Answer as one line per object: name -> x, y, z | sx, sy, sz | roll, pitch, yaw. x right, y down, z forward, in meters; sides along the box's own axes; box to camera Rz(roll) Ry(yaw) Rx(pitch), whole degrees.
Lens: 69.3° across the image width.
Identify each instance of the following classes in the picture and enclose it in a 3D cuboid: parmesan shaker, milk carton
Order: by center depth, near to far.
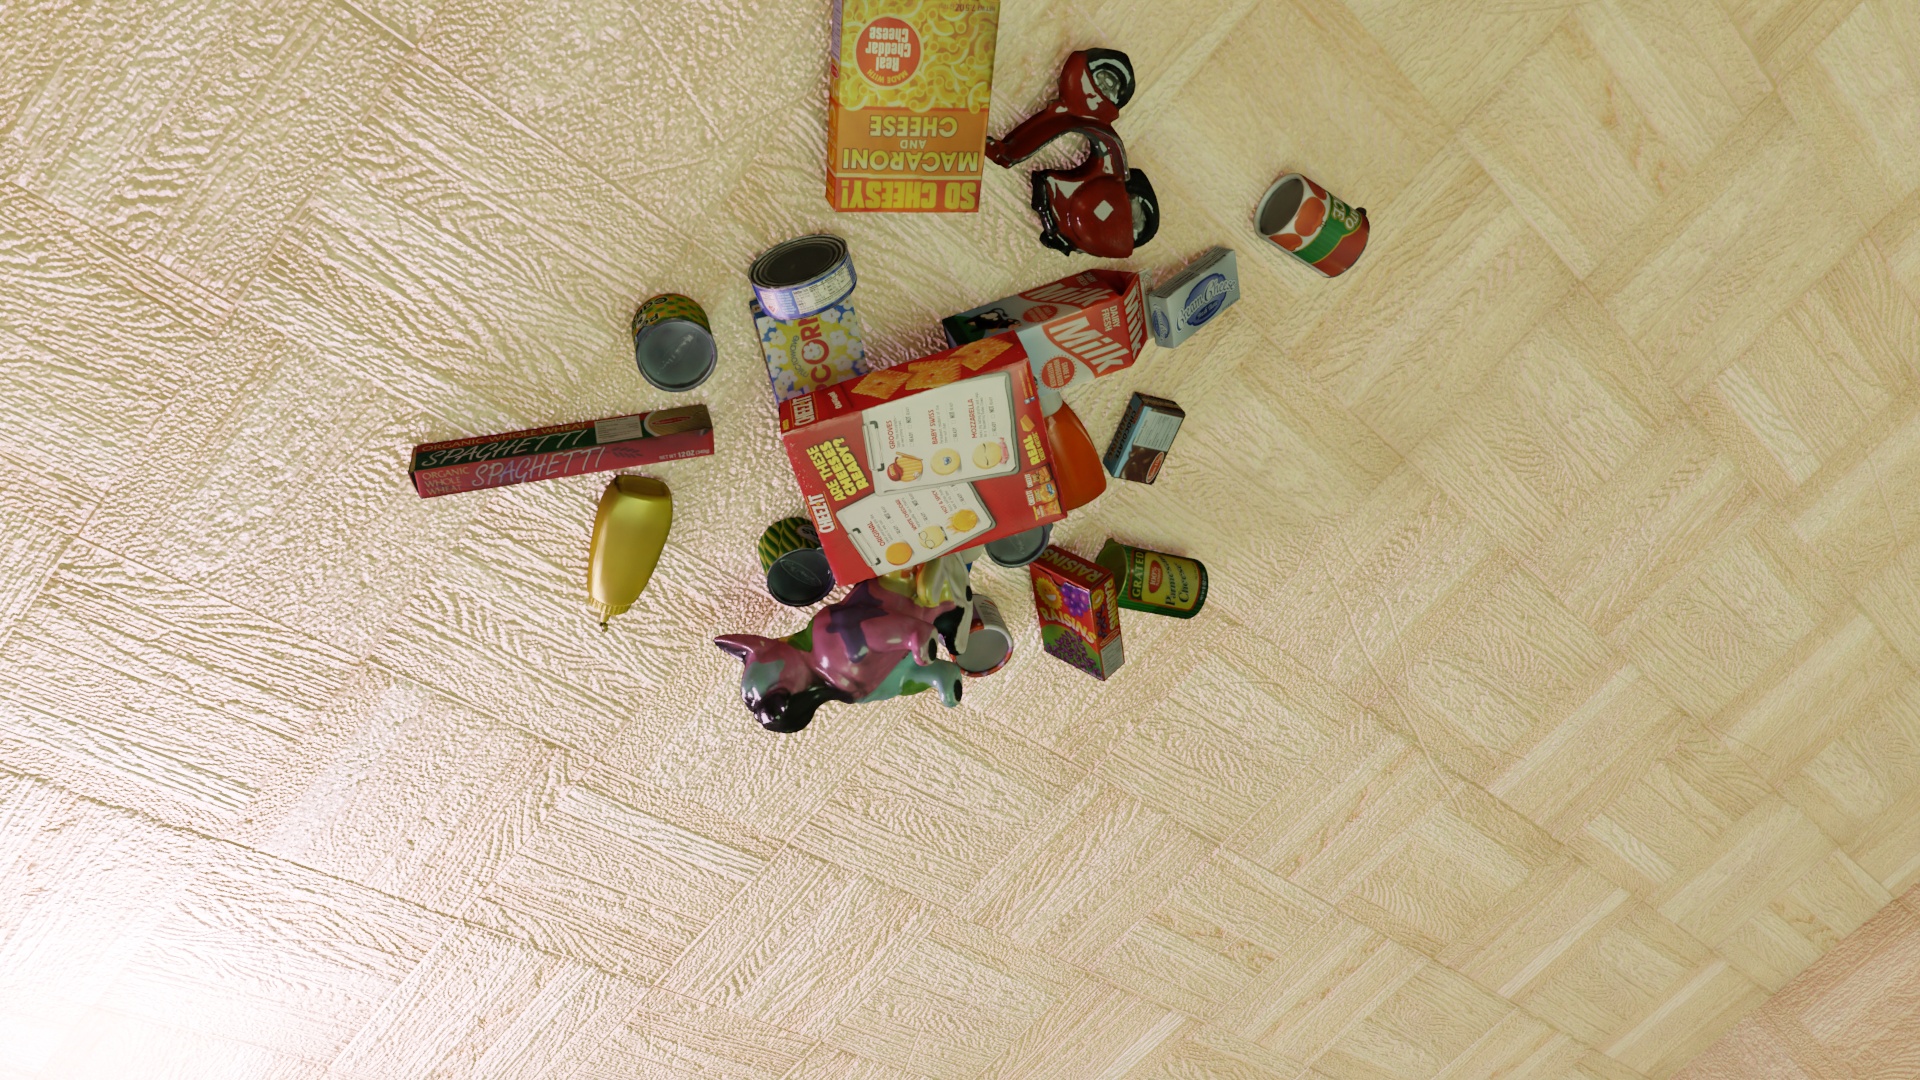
milk carton -> 0.088, -0.184, 1.247 | 0.191, 0.074, 0.072 | -19, 125, -6
parmesan shaker -> 0.197, 0.040, 1.438 | 0.103, 0.071, 0.071 | 11, 118, -25

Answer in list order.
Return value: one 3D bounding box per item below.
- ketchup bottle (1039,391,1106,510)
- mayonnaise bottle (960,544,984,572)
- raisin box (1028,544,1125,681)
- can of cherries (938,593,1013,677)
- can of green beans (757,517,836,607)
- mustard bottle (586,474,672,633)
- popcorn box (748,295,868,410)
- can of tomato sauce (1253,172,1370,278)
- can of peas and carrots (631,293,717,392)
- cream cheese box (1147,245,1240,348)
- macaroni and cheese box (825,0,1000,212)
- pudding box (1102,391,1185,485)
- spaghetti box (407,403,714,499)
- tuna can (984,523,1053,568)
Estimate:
ketchup bottle -> 0.091, -0.098, 1.323 | 0.065, 0.044, 0.148 | -26, 126, -2
mayonnaise bottle -> 0.005, -0.017, 1.339 | 0.041, 0.065, 0.147 | 1, 126, -22
raisin box -> 0.118, 0.074, 1.417 | 0.040, 0.086, 0.122 | -35, 132, -29
can of cherries -> 0.014, 0.099, 1.417 | 0.071, 0.058, 0.071 | -9, 124, -13
can of green beans -> -0.154, 0.020, 1.309 | 0.071, 0.058, 0.071 | -9, 124, -13
mustard bottle -> -0.308, 0.017, 1.261 | 0.065, 0.049, 0.159 | 11, 118, -25
popcorn box -> -0.127, -0.157, 1.215 | 0.085, 0.038, 0.126 | -16, 126, -7
can of tomato sauce -> 0.320, -0.288, 1.263 | 0.083, 0.071, 0.071 | 22, 113, -28
can of peas and carrots -> -0.241, -0.167, 1.157 | 0.071, 0.059, 0.070 | -8, 124, -13
cream cheese box -> 0.214, -0.223, 1.269 | 0.104, 0.024, 0.053 | -38, 130, -29
macaroni and cheese box -> -0.040, -0.344, 1.089 | 0.124, 0.040, 0.165 | -3, 121, -16
pudding box -> 0.179, -0.099, 1.361 | 0.050, 0.030, 0.083 | 9, 119, -25
spaghetti box -> -0.338, -0.078, 1.188 | 0.250, 0.050, 0.028 | -10, 123, -12
tuna can -> 0.055, -0.010, 1.376 | 0.071, 0.033, 0.070 | -9, 124, -13
